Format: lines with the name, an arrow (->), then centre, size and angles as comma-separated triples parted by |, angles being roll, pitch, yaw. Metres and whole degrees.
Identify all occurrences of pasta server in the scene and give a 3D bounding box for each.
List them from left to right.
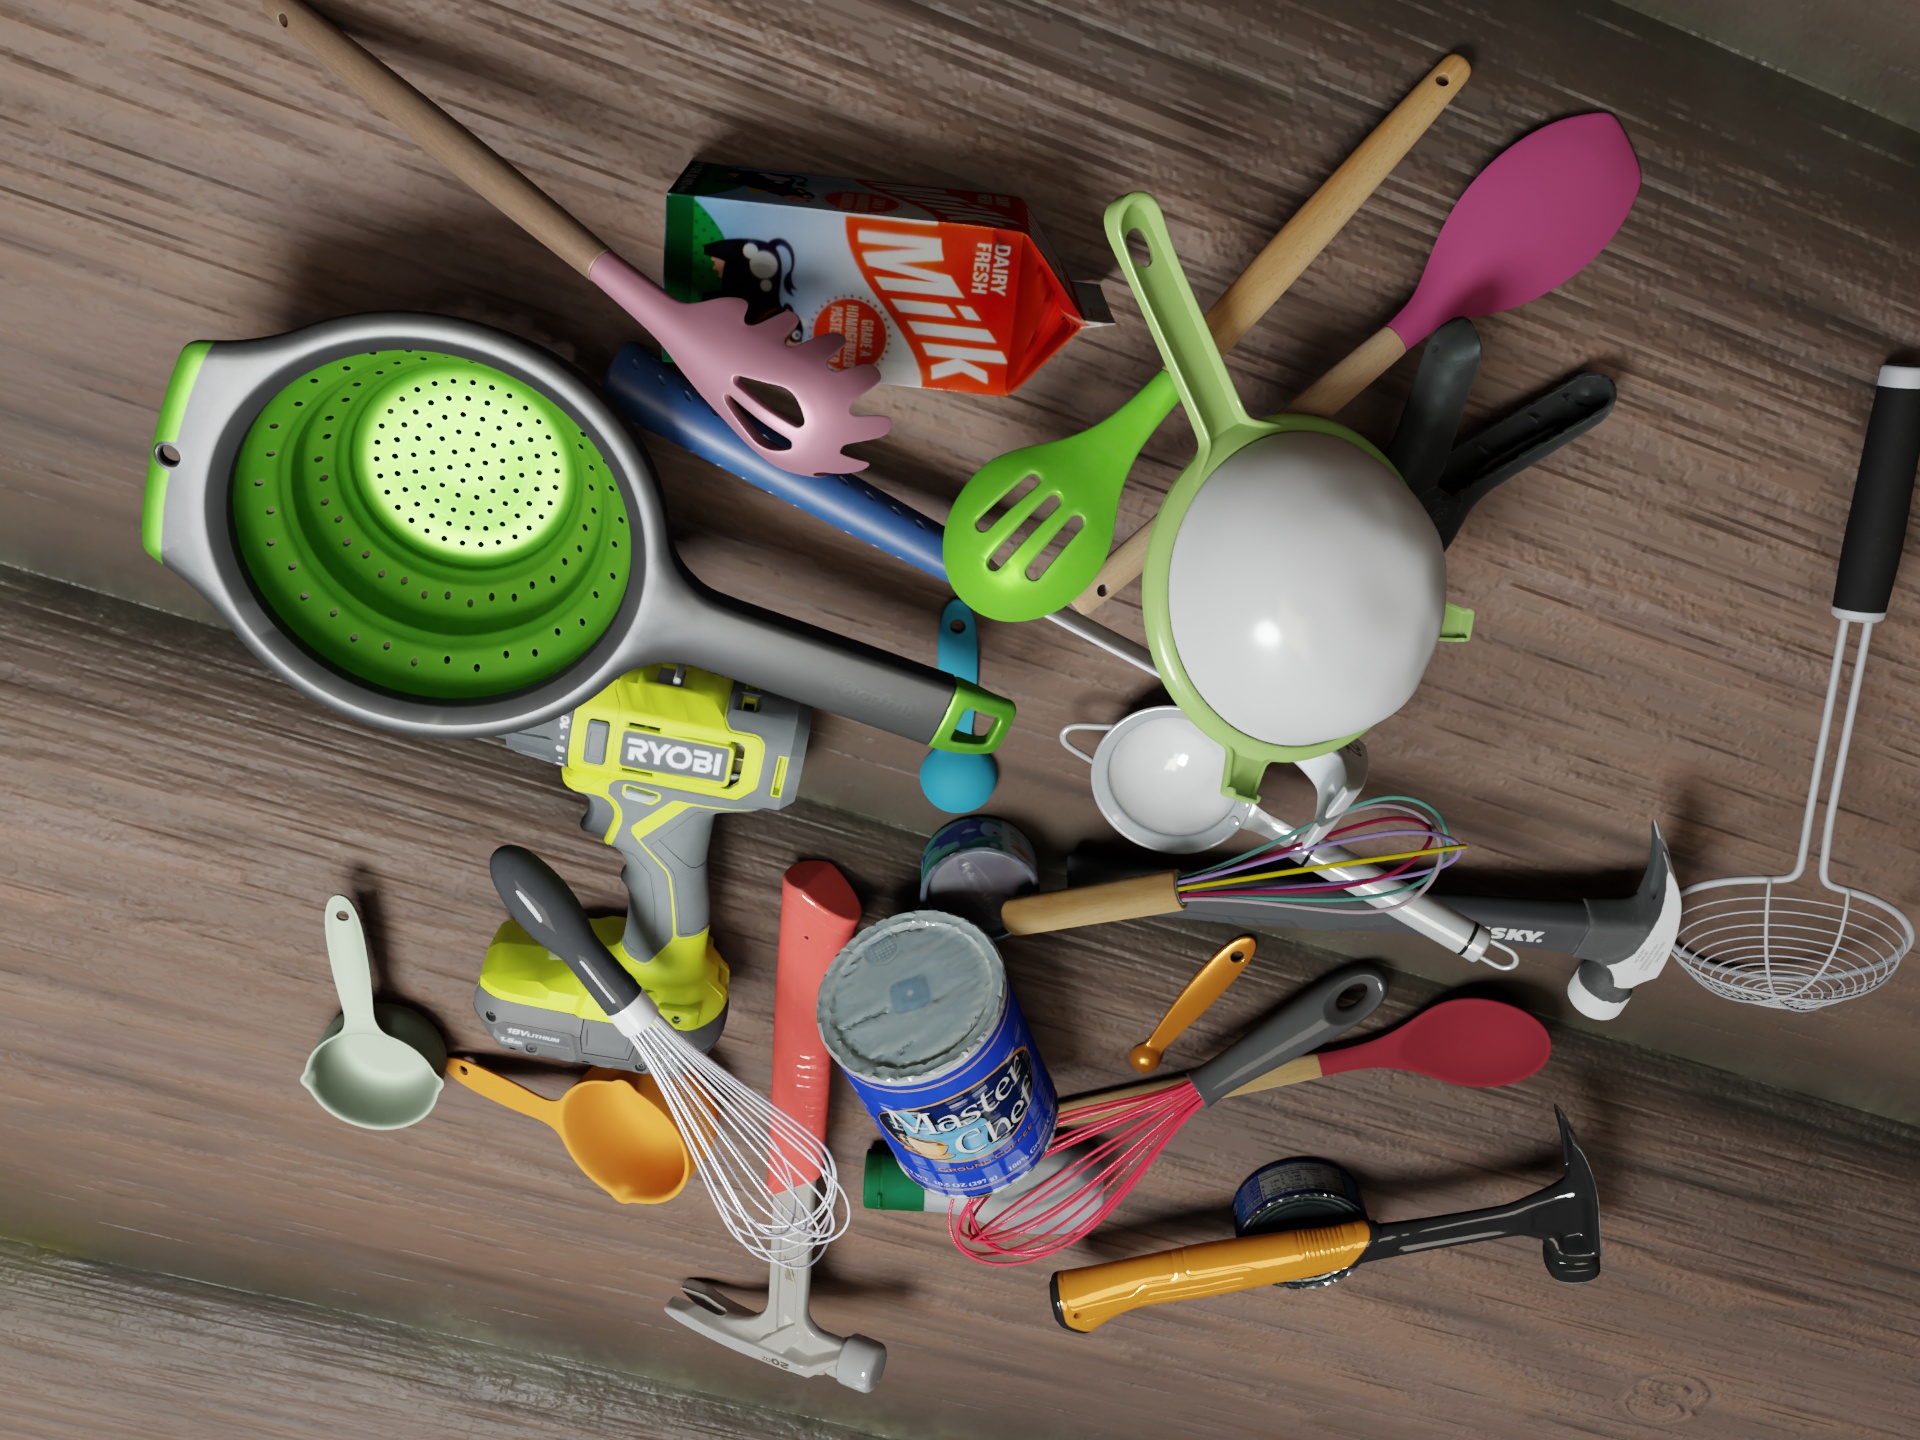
pasta server -> -0.163, -0.204, 0.653 | 0.316, 0.040, 0.060 | 39, 125, 6

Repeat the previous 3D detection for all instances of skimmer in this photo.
skimmer -> 0.451, -0.005, 0.831 | 0.127, 0.090, 0.363 | 7, 111, 18

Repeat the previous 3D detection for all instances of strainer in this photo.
strainer -> 0.132, -0.099, 0.649 | 0.151, 0.069, 0.256 | -34, 109, -18
strainer -> 0.171, 0.061, 0.826 | 0.258, 0.050, 0.086 | 30, 120, 9

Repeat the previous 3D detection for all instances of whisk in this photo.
whisk -> -0.150, 0.174, 0.827 | 0.070, 0.070, 0.284 | -30, 107, 16
whisk -> 0.122, 0.226, 0.927 | 0.296, 0.073, 0.073 | -32, 116, 0
whisk -> 0.130, 0.081, 0.803 | 0.245, 0.047, 0.051 | -13, 110, 26

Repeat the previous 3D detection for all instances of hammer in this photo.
hammer -> -0.106, 0.244, 0.954 | 0.149, 0.037, 0.358 | 14, 116, 19
hammer -> 0.018, -0.064, 0.751 | 0.405, 0.144, 0.035 | 27, 115, -8
hammer -> 0.219, 0.321, 0.976 | 0.337, 0.034, 0.127 | -13, 120, 7
hammer -> 0.224, 0.100, 0.875 | 0.335, 0.035, 0.146 | 5, 138, 0

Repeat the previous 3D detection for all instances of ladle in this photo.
ladle -> 0.191, 0.214, 0.959 | 0.315, 0.031, 0.069 | -13, 117, 9

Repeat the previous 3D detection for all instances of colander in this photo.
colander -> -0.160, -0.075, 0.752 | 0.397, 0.095, 0.204 | 19, 118, -16

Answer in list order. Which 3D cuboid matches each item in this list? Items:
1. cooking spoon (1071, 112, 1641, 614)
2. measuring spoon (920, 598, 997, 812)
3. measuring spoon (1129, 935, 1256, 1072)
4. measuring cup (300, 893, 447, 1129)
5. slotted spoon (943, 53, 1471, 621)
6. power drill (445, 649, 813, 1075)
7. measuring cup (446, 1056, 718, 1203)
cooking spoon -> 0.174, -0.153, 0.708 | 0.319, 0.017, 0.068 | -40, 116, 2
measuring spoon -> -0.001, -0.003, 0.833 | 0.042, 0.021, 0.128 | -1, 121, 0
measuring spoon -> 0.138, 0.170, 0.941 | 0.021, 0.011, 0.117 | 28, 116, -16
measuring cup -> -0.341, 0.162, 0.917 | 0.083, 0.038, 0.167 | 1, 118, -1
slotted spoon -> 0.108, -0.167, 0.685 | 0.070, 0.031, 0.314 | 43, 92, 4
power drill -> -0.191, 0.068, 0.843 | 0.190, 0.080, 0.228 | 11, 117, -7
measuring cup -> -0.225, 0.222, 0.953 | 0.174, 0.052, 0.095 | 17, 120, 18
